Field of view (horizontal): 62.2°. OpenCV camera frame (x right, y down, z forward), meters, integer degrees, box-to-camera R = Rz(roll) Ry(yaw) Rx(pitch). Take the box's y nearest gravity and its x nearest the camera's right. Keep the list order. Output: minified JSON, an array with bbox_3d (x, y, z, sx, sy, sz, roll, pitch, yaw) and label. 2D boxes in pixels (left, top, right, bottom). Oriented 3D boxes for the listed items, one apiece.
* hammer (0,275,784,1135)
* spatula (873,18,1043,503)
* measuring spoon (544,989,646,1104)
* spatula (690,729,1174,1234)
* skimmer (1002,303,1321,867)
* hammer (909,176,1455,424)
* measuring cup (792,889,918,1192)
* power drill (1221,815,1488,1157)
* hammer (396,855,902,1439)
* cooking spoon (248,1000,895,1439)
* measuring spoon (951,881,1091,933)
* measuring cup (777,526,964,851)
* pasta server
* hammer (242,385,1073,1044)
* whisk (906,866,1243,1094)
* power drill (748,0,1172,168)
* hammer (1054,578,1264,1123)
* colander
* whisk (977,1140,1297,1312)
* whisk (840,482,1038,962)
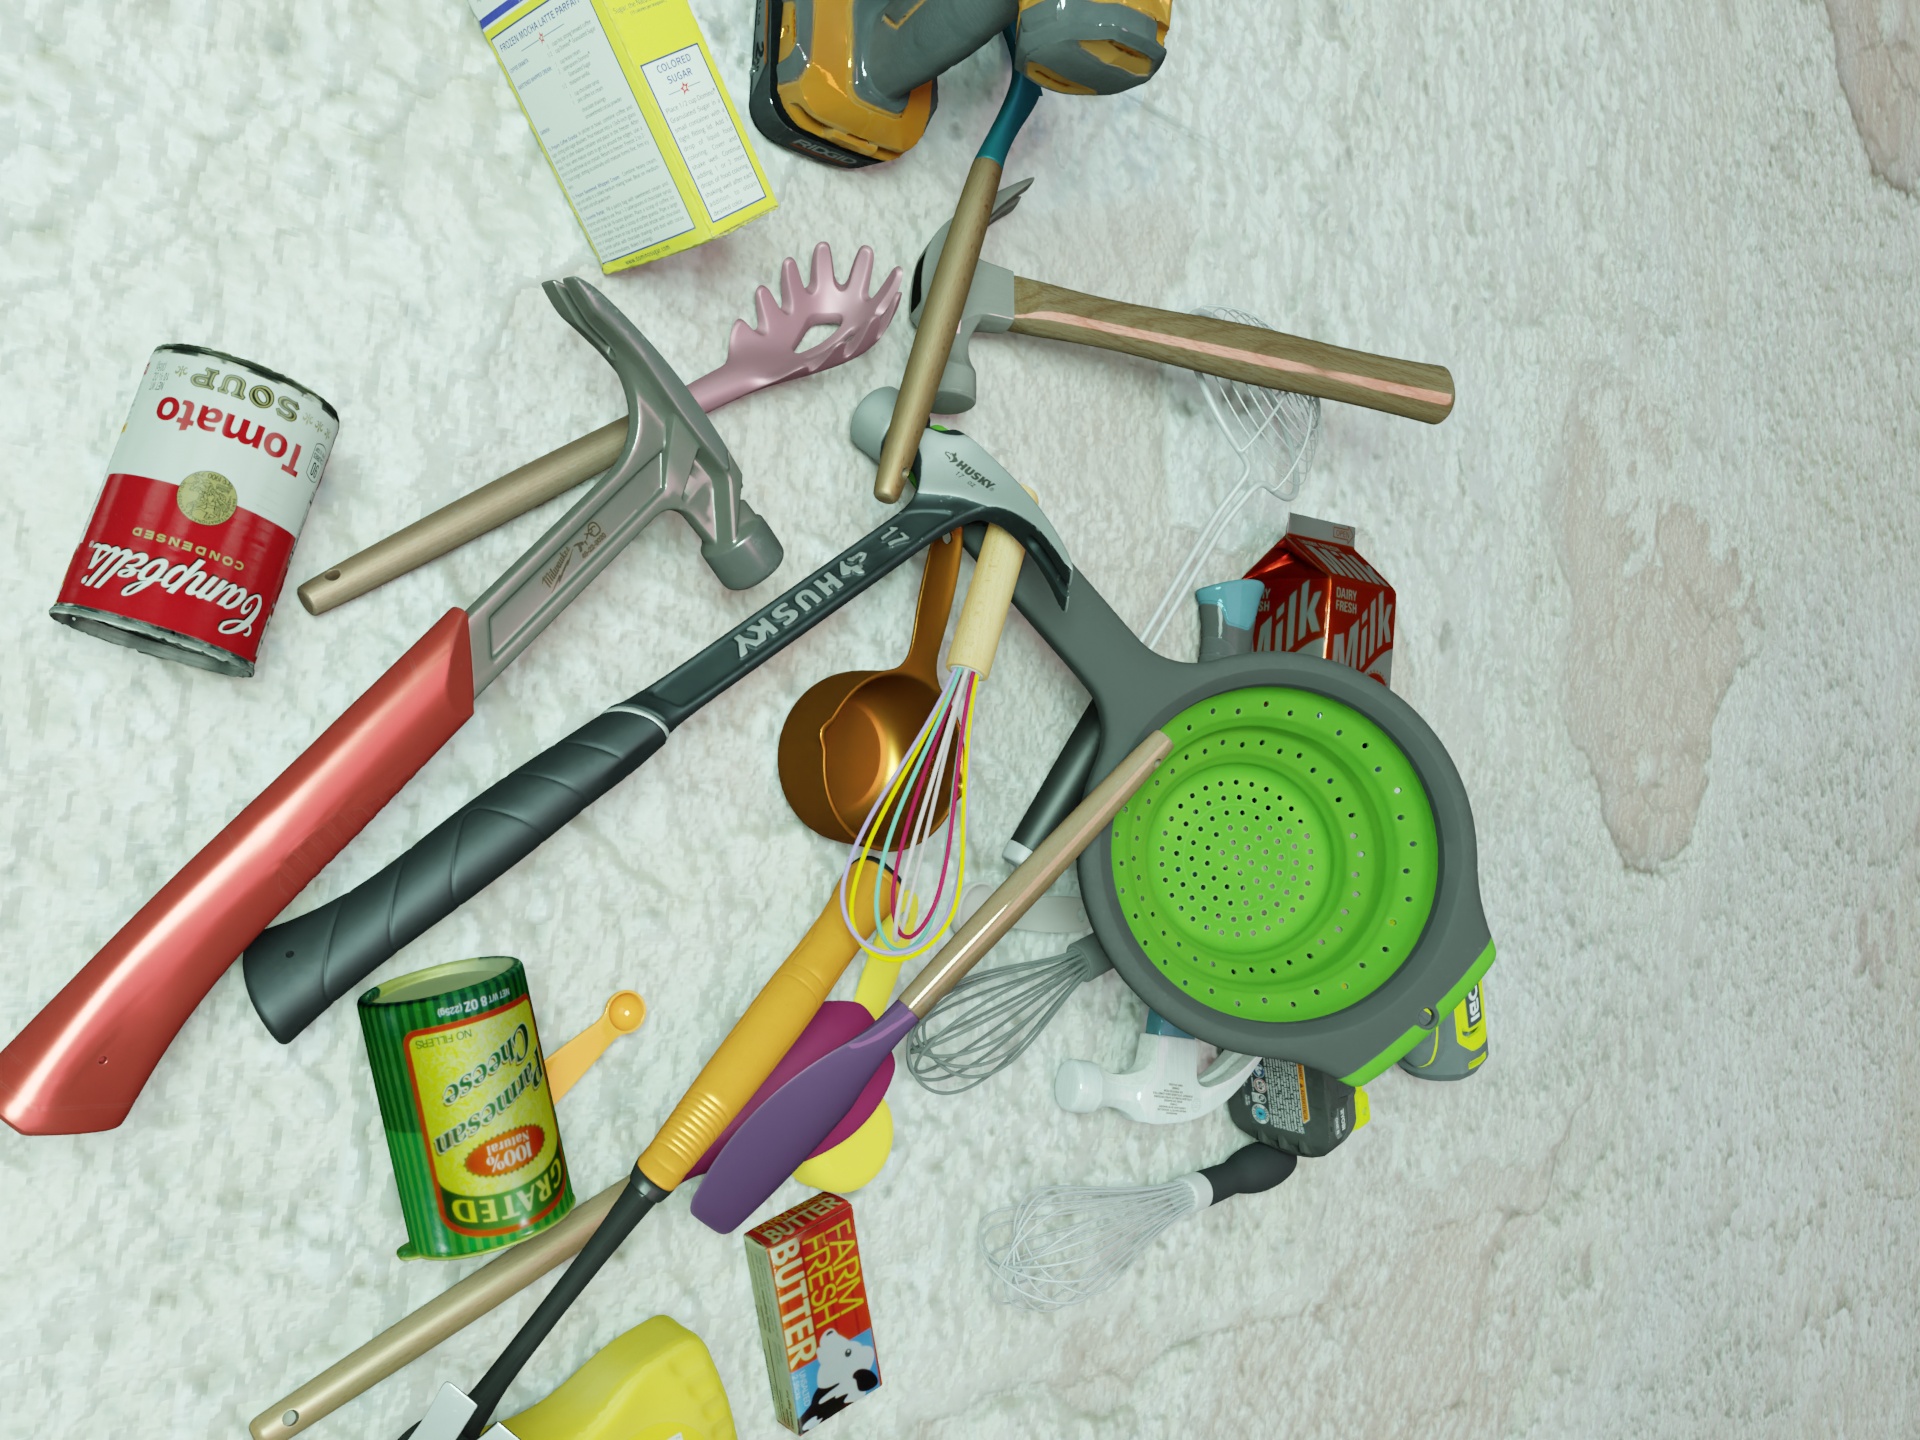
[{"bbox_3d":[-0.218,-0.003,0.594,0.359,0.037,0.149,-51,125,-24],"label":"hammer"},{"bbox_3d":[-0.003,-0.248,0.779,0.082,0.044,0.318,47,54,-60],"label":"spatula"},{"bbox_3d":[-0.184,0.160,0.695,0.117,0.011,0.021,-42,111,-28],"label":"measuring spoon"},{"bbox_3d":[-0.008,0.116,0.749,0.316,0.018,0.059,-45,142,-14],"label":"spatula"},{"bbox_3d":[0.106,-0.079,0.926,0.127,0.090,0.363,39,77,-37],"label":"skimmer"},{"bbox_3d":[0.130,-0.208,0.869,0.331,0.031,0.130,6,75,-22],"label":"hammer"},{"bbox_3d":[-0.043,0.161,0.802,0.062,0.029,0.156,29,74,-38],"label":"measuring cup"},{"bbox_3d":[0.268,0.169,1.048,0.228,0.080,0.190,-18,103,-42],"label":"power drill"},{"bbox_3d":[-0.114,0.172,0.676,0.034,0.127,0.337,39,48,-1],"label":"hammer"},{"bbox_3d":[-0.156,0.217,0.703,0.319,0.017,0.069,-28,85,-33],"label":"cooking spoon"},{"bbox_3d":[0.035,0.107,0.884,0.124,0.018,0.034,9,84,-48],"label":"measuring spoon"},{"bbox_3d":[-0.037,-0.022,0.788,0.095,0.052,0.174,23,75,-39],"label":"measuring cup"},{"bbox_3d":[-0.146,-0.131,0.696,0.316,0.060,0.040,-36,153,-32],"label":"pasta server"},{"bbox_3d":[-0.121,-0.005,0.685,0.409,0.149,0.036,-39,154,-26],"label":"hammer"},{"bbox_3d":[0.068,0.134,0.865,0.239,0.055,0.055,-24,107,-29],"label":"whisk"},{"bbox_3d":[0.004,-0.350,0.692,0.084,0.226,0.185,5,88,-41],"label":"power drill"},{"bbox_3d":[0.140,0.073,0.947,0.128,0.033,0.331,14,79,-25],"label":"hammer"},{"bbox_3d":[0.104,0.009,0.843,0.204,0.094,0.397,-40,88,-8],"label":"colander"},{"bbox_3d":[0.115,0.285,0.936,0.284,0.070,0.070,-2,93,-46],"label":"whisk"},{"bbox_3d":[0.001,-0.002,0.758,0.051,0.047,0.245,30,69,-37],"label":"whisk"}]
